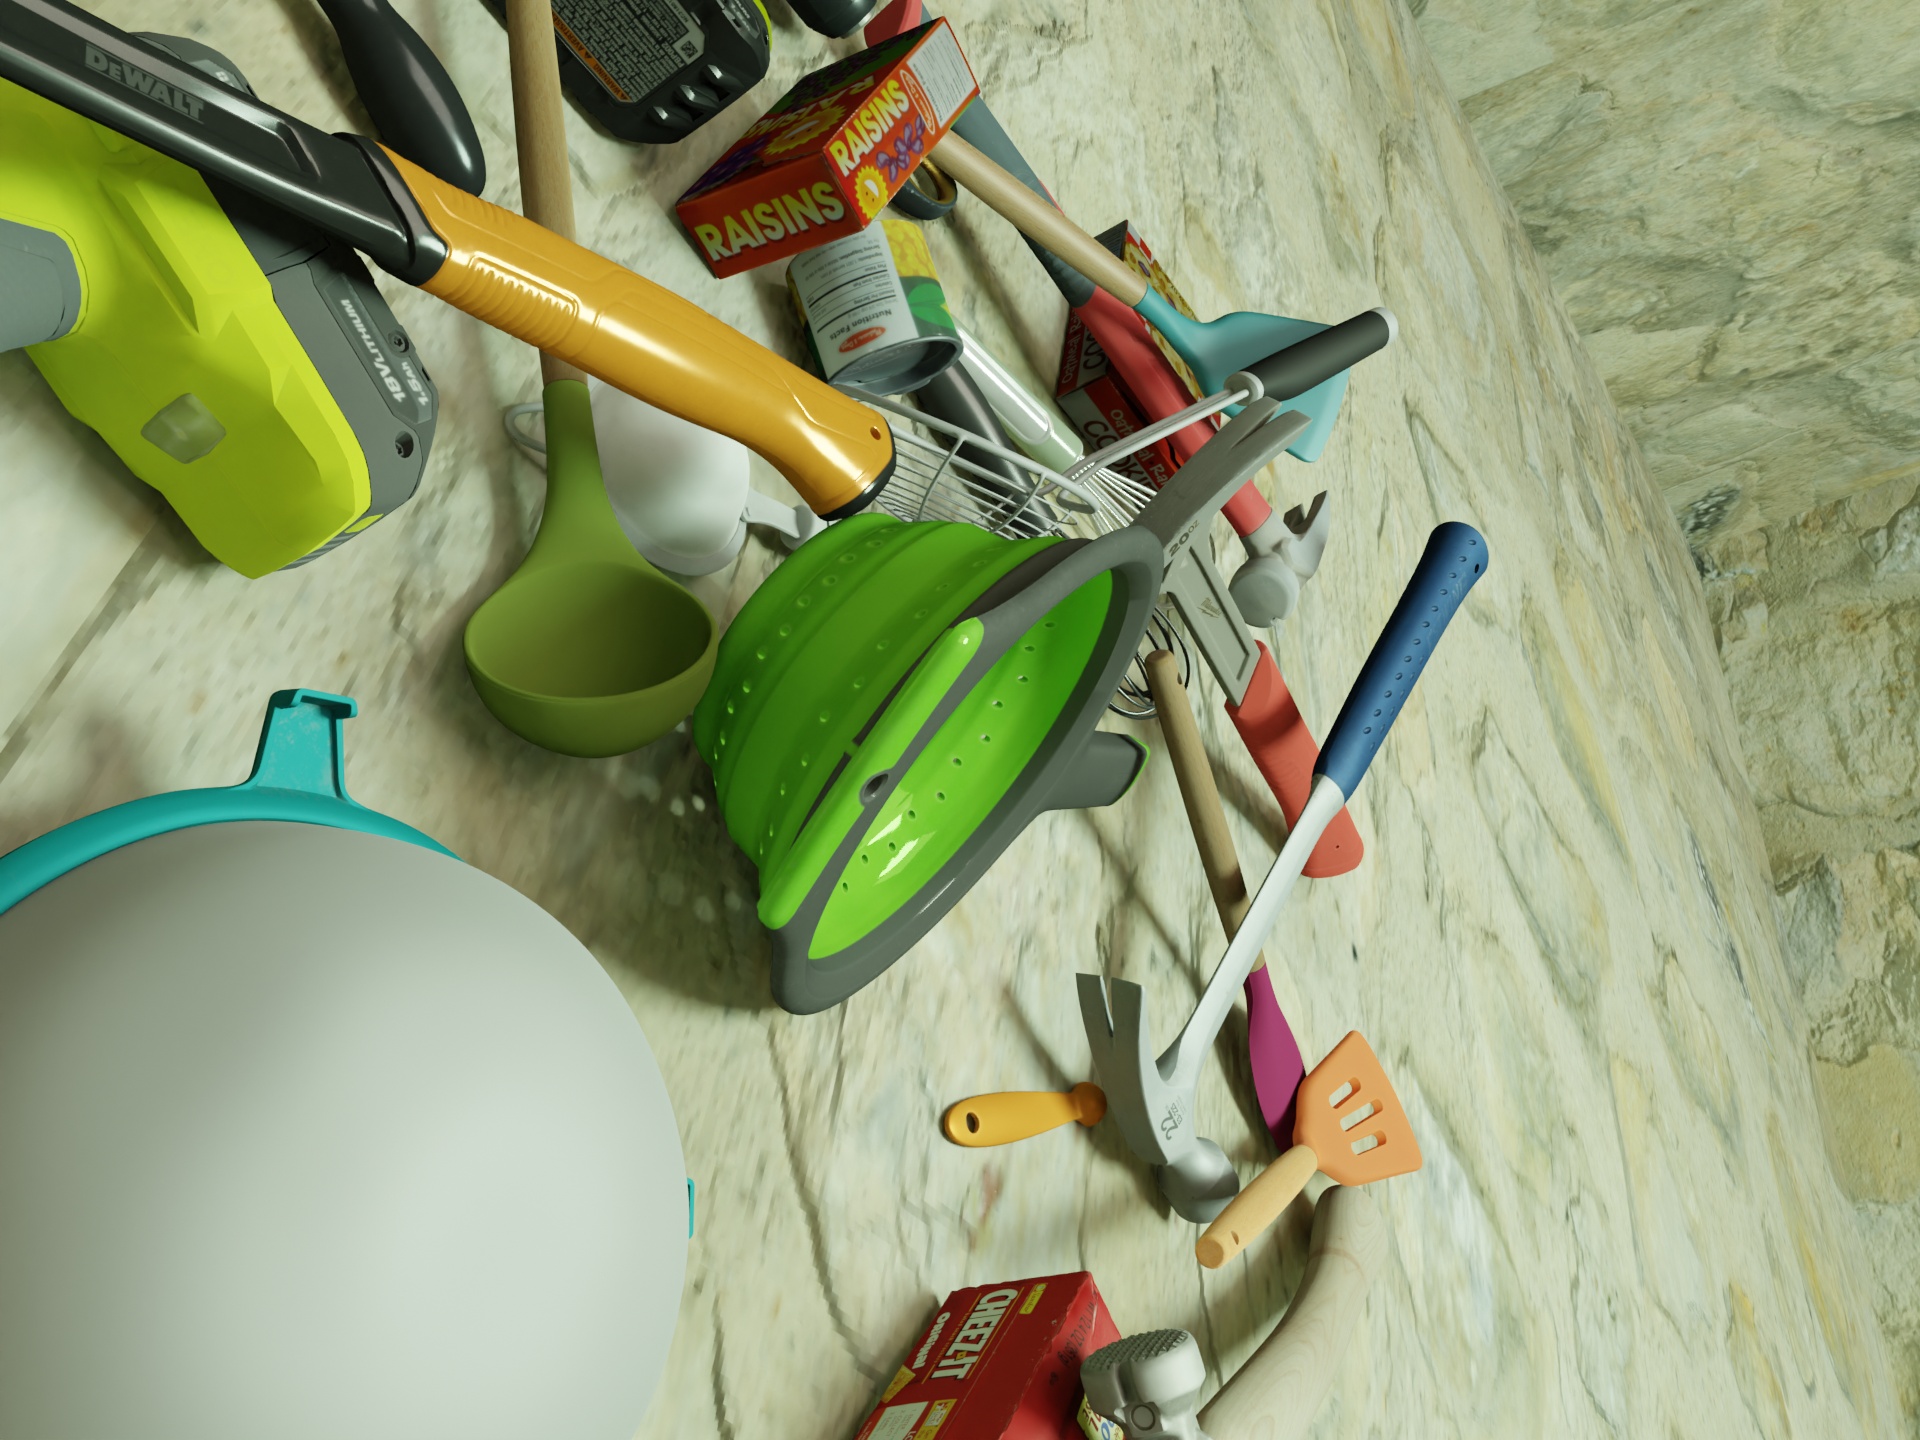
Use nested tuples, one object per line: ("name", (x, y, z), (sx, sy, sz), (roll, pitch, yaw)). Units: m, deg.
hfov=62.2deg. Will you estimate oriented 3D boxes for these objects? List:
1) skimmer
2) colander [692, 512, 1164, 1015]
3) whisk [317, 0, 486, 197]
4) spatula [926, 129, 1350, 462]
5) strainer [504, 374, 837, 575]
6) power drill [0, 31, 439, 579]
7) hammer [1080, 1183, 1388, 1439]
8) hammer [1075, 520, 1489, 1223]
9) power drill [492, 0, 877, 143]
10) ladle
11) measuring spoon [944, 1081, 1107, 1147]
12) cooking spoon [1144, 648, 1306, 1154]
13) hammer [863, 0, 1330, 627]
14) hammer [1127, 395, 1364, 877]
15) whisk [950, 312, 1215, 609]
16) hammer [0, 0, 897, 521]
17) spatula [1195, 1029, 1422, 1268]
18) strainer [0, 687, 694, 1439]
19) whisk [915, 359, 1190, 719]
("skimmer", (0.097, -0.168, 0.764), (0.363, 0.127, 0.090), (-29, 128, -32))
("colander", (-0.001, -0.002, 0.636), (0.094, 0.204, 0.397), (37, 9, 15))
("whisk", (-0.233, -0.297, 0.501), (0.284, 0.070, 0.070), (61, 32, -22))
("spatula", (0.080, -0.235, 0.814), (0.317, 0.044, 0.082), (25, 79, -34))
("strainer", (-0.066, -0.081, 0.639), (0.258, 0.050, 0.087), (23, 53, -54))
("power drill", (-0.230, -0.059, 0.344), (0.171, 0.080, 0.223), (60, 36, -13))
("hammer", (0.144, 0.277, 0.664), (0.410, 0.038, 0.146), (9, 62, -68))
("hammer", (0.178, 0.039, 0.792), (0.406, 0.035, 0.143), (-54, 131, -31))
("power drill", (-0.117, -0.349, 0.687), (0.190, 0.080, 0.229), (46, 35, -31))
("ladle", (-0.134, -0.140, 0.531), (0.078, 0.062, 0.320), (-5, 75, -15))
("measuring spoon", (0.031, 0.163, 0.662), (0.116, 0.011, 0.021), (11, 63, -54))
("cooking spoon", (0.140, 0.102, 0.797), (0.318, 0.017, 0.069), (69, 29, -27))
("hammer", (0.083, -0.235, 0.889), (0.386, 0.038, 0.143), (52, 36, -13))
("hammer", (0.169, -0.012, 0.855), (0.037, 0.149, 0.358), (40, -6, 38))
("whisk", (0.062, -0.137, 0.861), (0.246, 0.058, 0.059), (38, 7, -34))
("hammer", (-0.131, -0.129, 0.415), (0.336, 0.034, 0.127), (19, 57, -52))
("spatula", (0.161, 0.204, 0.735), (0.081, 0.041, 0.322), (66, 19, 13))
("strainer", (-0.151, 0.150, 0.297), (0.210, 0.095, 0.340), (63, 36, -24))
("whisk", (0.042, -0.100, 0.807), (0.238, 0.055, 0.055), (54, 34, -15))
